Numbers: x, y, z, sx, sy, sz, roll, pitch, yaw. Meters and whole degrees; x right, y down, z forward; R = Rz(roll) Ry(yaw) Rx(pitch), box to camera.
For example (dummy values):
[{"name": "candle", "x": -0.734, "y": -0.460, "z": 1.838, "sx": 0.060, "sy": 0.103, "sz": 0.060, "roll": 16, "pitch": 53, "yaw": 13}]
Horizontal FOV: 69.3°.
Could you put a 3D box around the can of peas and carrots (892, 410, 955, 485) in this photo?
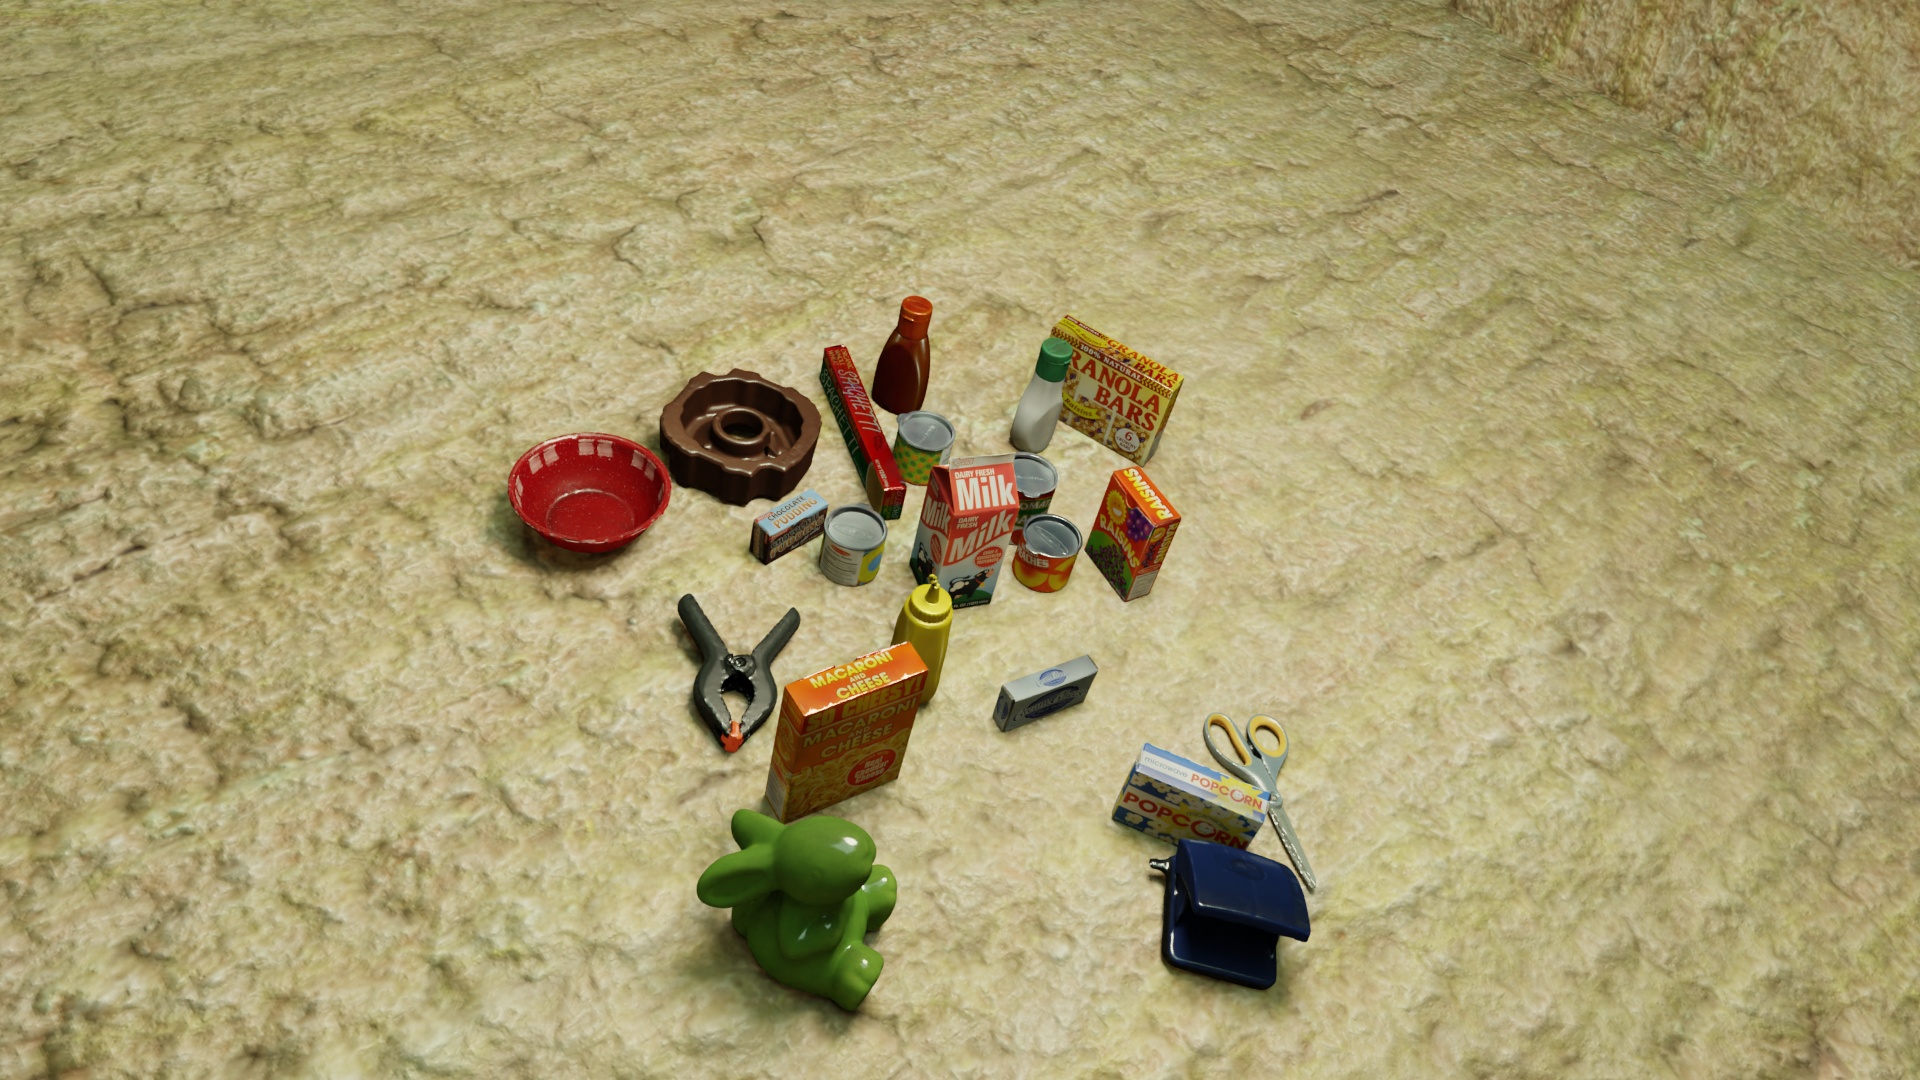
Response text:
[{"name": "can of peas and carrots", "x": -0.045, "y": -0.106, "z": 1.584, "sx": 0.071, "sy": 0.058, "sz": 0.071, "roll": 8, "pitch": 45, "yaw": -8}]

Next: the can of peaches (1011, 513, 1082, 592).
[{"name": "can of peaches", "x": 0.092, "y": 0.015, "z": 1.504, "sx": 0.071, "sy": 0.057, "sz": 0.071, "roll": 8, "pitch": 45, "yaw": -8}]

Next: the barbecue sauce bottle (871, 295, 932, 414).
[{"name": "barbecue sauce bottle", "x": -0.063, "y": -0.217, "z": 1.624, "sx": 0.065, "sy": 0.147, "sz": 0.044, "roll": 27, "pitch": 46, "yaw": 11}]

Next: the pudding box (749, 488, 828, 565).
[{"name": "pudding box", "x": -0.181, "y": -0.015, "z": 1.464, "sx": 0.030, "sy": 0.049, "sz": 0.084, "roll": 40, "pitch": 49, "yaw": 23}]

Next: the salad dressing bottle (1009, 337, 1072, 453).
[{"name": "salad dressing bottle", "x": 0.097, "y": -0.169, "z": 1.623, "sx": 0.044, "sy": 0.146, "sz": 0.064, "roll": 39, "pitch": 49, "yaw": 22}]

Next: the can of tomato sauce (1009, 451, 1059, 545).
[{"name": "can of tomato sauce", "x": 0.068, "y": -0.044, "z": 1.538, "sx": 0.071, "sy": 0.082, "sz": 0.071, "roll": 8, "pitch": 45, "yaw": -8}]

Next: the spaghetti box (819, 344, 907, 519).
[{"name": "spaghetti box", "x": -0.114, "y": -0.128, "z": 1.593, "sx": 0.029, "sy": 0.049, "sz": 0.251, "roll": -7, "pitch": 49, "yaw": -21}]

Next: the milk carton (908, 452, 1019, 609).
[{"name": "milk carton", "x": 0.005, "y": -0.018, "z": 1.418, "sx": 0.072, "sy": 0.189, "sz": 0.074, "roll": -7, "pitch": 49, "yaw": -22}]

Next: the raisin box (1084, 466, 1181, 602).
[{"name": "raisin box", "x": 0.185, "y": -0.007, "z": 1.505, "sx": 0.040, "sy": 0.122, "sz": 0.086, "roll": -14, "pitch": 52, "yaw": -27}]

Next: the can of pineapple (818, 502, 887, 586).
[{"name": "can of pineapple", "x": -0.112, "y": 0.004, "z": 1.458, "sx": 0.071, "sy": 0.057, "sz": 0.071, "roll": 8, "pitch": 45, "yaw": -8}]

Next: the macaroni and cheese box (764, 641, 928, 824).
[{"name": "macaroni and cheese box", "x": -0.103, "y": 0.170, "z": 1.221, "sx": 0.124, "sy": 0.165, "sz": 0.040, "roll": -18, "pitch": 53, "yaw": -29}]

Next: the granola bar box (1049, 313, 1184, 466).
[{"name": "granola bar box", "x": 0.175, "y": -0.181, "z": 1.673, "sx": 0.166, "sy": 0.123, "sz": 0.039, "roll": 31, "pitch": 47, "yaw": 15}]

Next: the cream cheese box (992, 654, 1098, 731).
[{"name": "cream cheese box", "x": 0.084, "y": 0.151, "z": 1.371, "sx": 0.104, "sy": 0.053, "sz": 0.024, "roll": -16, "pitch": 53, "yaw": -28}]

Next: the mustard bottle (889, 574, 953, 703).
[{"name": "mustard bottle", "x": -0.036, "y": 0.089, "z": 1.323, "sx": 0.049, "sy": 0.159, "sz": 0.065, "roll": 1, "pitch": 46, "yaw": -15}]

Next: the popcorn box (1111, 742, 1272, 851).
[{"name": "popcorn box", "x": 0.213, "y": 0.247, "z": 1.290, "sx": 0.127, "sy": 0.084, "sz": 0.038, "roll": 22, "pitch": 45, "yaw": 6}]
